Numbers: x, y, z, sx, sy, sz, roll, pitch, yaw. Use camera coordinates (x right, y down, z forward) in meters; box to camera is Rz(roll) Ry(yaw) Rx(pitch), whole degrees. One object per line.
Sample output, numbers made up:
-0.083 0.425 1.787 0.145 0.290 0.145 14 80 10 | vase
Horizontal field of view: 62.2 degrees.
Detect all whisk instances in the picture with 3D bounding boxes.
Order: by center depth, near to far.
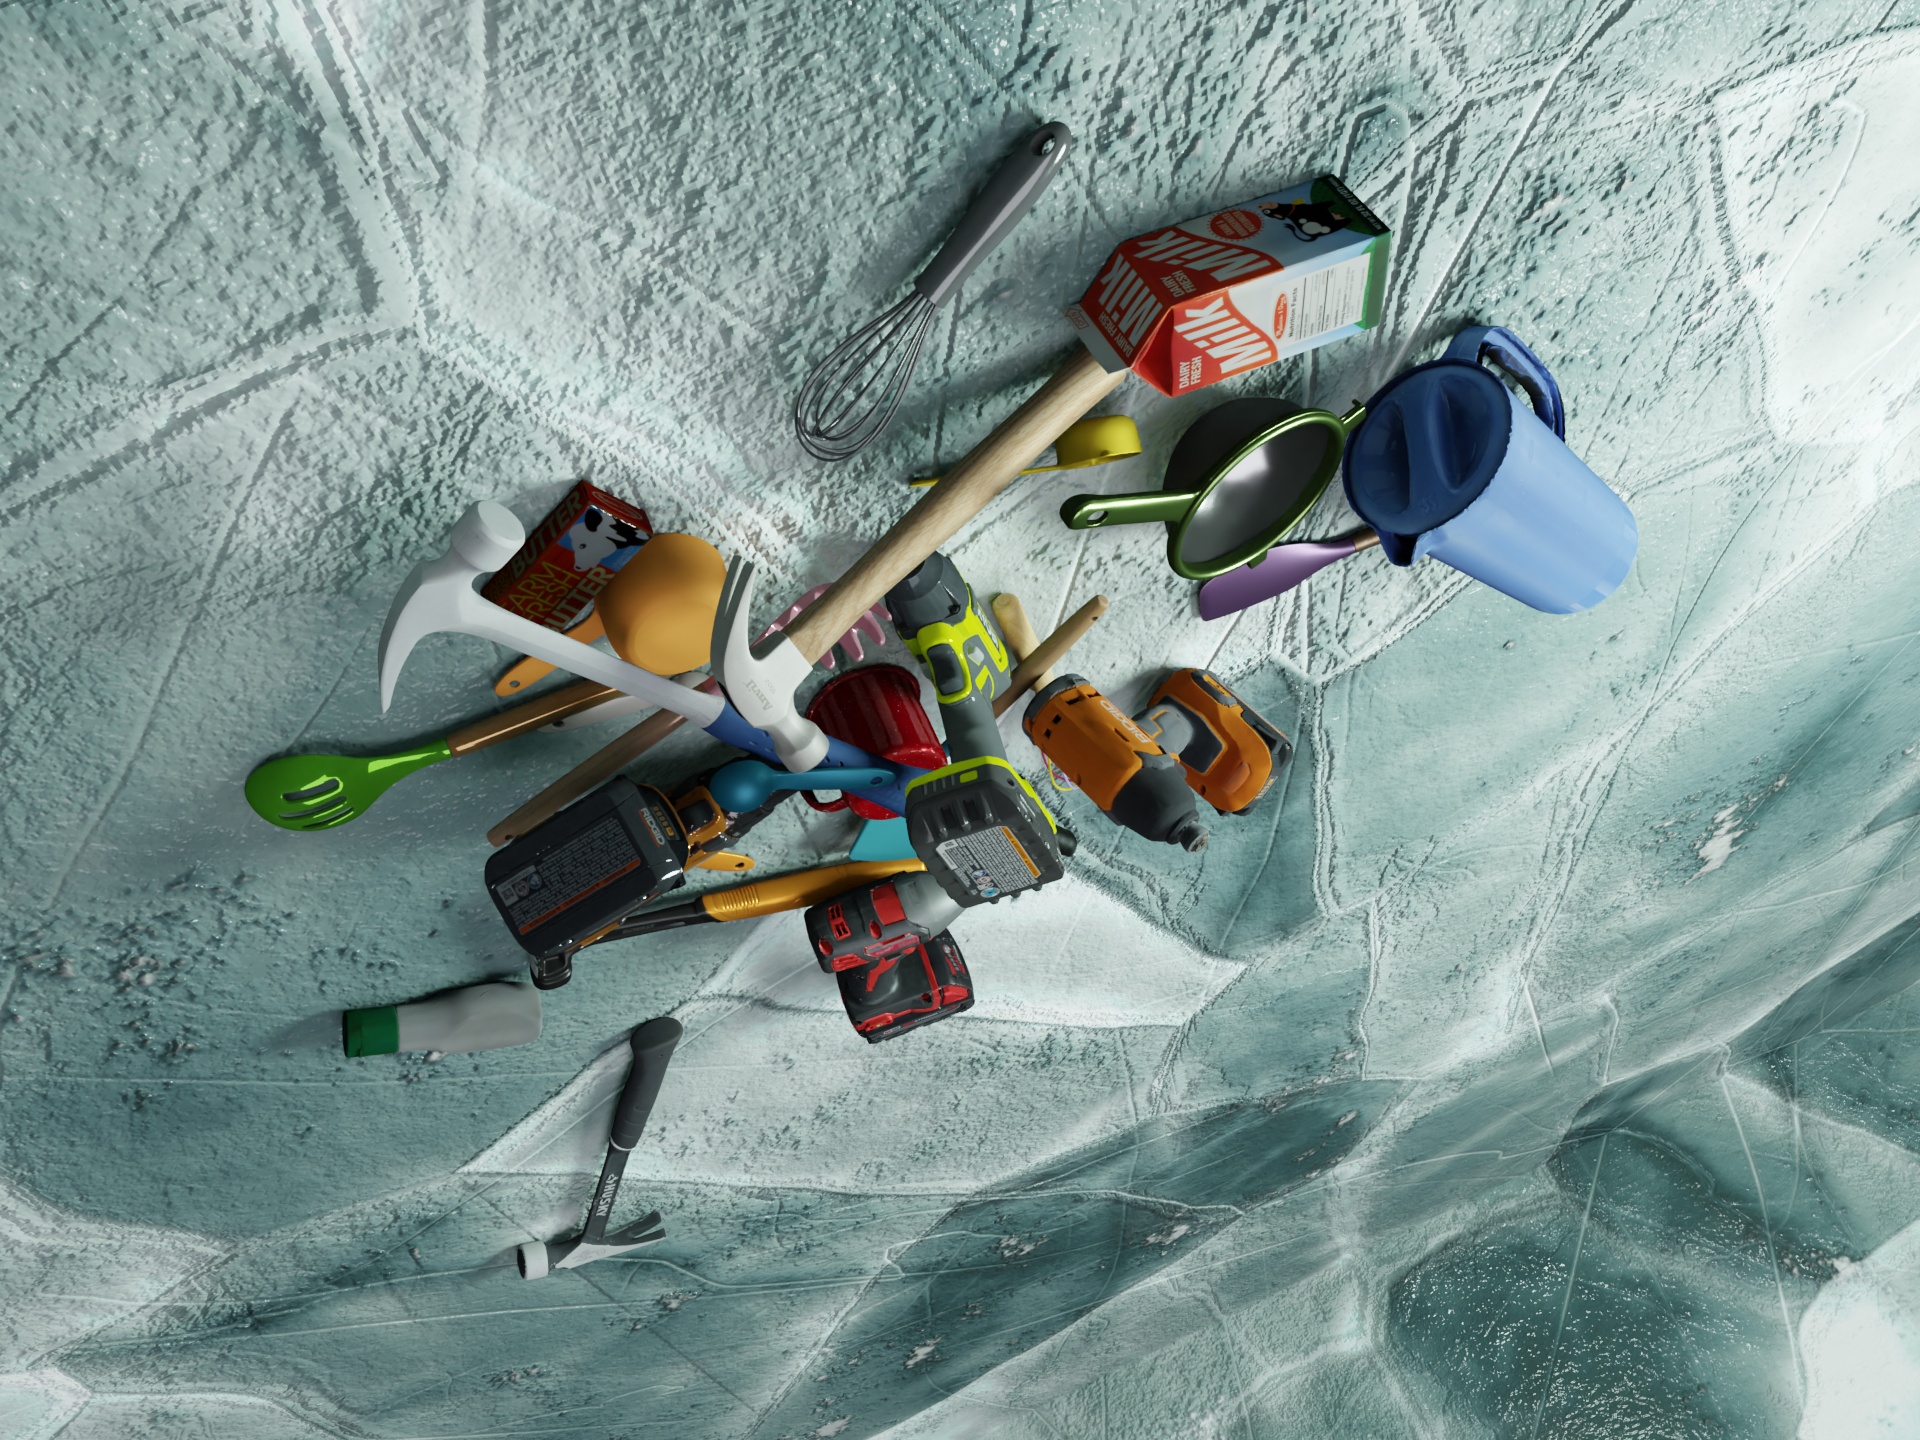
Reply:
-0.016 -0.246 0.922 0.055 0.055 0.239 21 119 -45 | whisk
0.067 -0.015 1.250 0.047 0.051 0.244 -23 140 4 | whisk

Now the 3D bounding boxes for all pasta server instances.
-0.185 0.001 1.047 0.316 0.040 0.060 -33 140 10 | pasta server

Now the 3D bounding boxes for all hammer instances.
-0.021 -0.123 0.983 0.331 0.031 0.129 -44 126 -11 | hammer
-0.169 -0.006 1.000 0.144 0.035 0.405 -41 137 24 | hammer
-0.177 0.144 1.288 0.336 0.034 0.127 -10 148 -24 | hammer
-0.323 0.414 1.528 0.149 0.036 0.408 -4 137 -30 | hammer

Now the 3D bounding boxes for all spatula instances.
0.018 0.010 1.222 0.082 0.044 0.317 3 145 -40 | spatula
0.335 -0.151 1.269 0.316 0.018 0.059 -22 142 -6 | spatula

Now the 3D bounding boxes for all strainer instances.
0.149 -0.165 1.072 0.256 0.069 0.151 -12 145 -40 | strainer

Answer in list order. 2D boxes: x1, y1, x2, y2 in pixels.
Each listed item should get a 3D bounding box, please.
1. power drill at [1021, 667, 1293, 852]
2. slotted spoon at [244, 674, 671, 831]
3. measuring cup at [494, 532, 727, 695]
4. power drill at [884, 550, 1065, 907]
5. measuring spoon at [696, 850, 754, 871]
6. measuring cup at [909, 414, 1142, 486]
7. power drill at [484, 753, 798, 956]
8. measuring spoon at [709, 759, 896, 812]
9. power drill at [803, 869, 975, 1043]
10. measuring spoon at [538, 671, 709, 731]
0.166 0.032 1.226 0.226 0.164 0.084 -6 135 -54 | power drill
-0.315 0.007 1.056 0.313 0.031 0.070 -21 138 -10 | slotted spoon
-0.222 -0.048 1.022 0.173 0.052 0.095 -32 143 3 | measuring cup
-0.002 -0.003 1.068 0.080 0.223 0.171 -19 146 11 | power drill
-0.211 0.111 1.254 0.116 0.011 0.021 11 129 -40 | measuring spoon
0.042 -0.177 1.050 0.156 0.029 0.062 -9 -177 -3 | measuring cup
-0.200 0.075 1.090 0.185 0.084 0.226 -30 178 11 | power drill
-0.100 0.046 1.044 0.128 0.021 0.042 -1 138 -23 | measuring spoon
-0.049 0.195 1.365 0.143 0.079 0.219 -20 152 -6 | power drill
-0.230 -0.006 1.097 0.124 0.018 0.034 -14 142 -15 | measuring spoon
